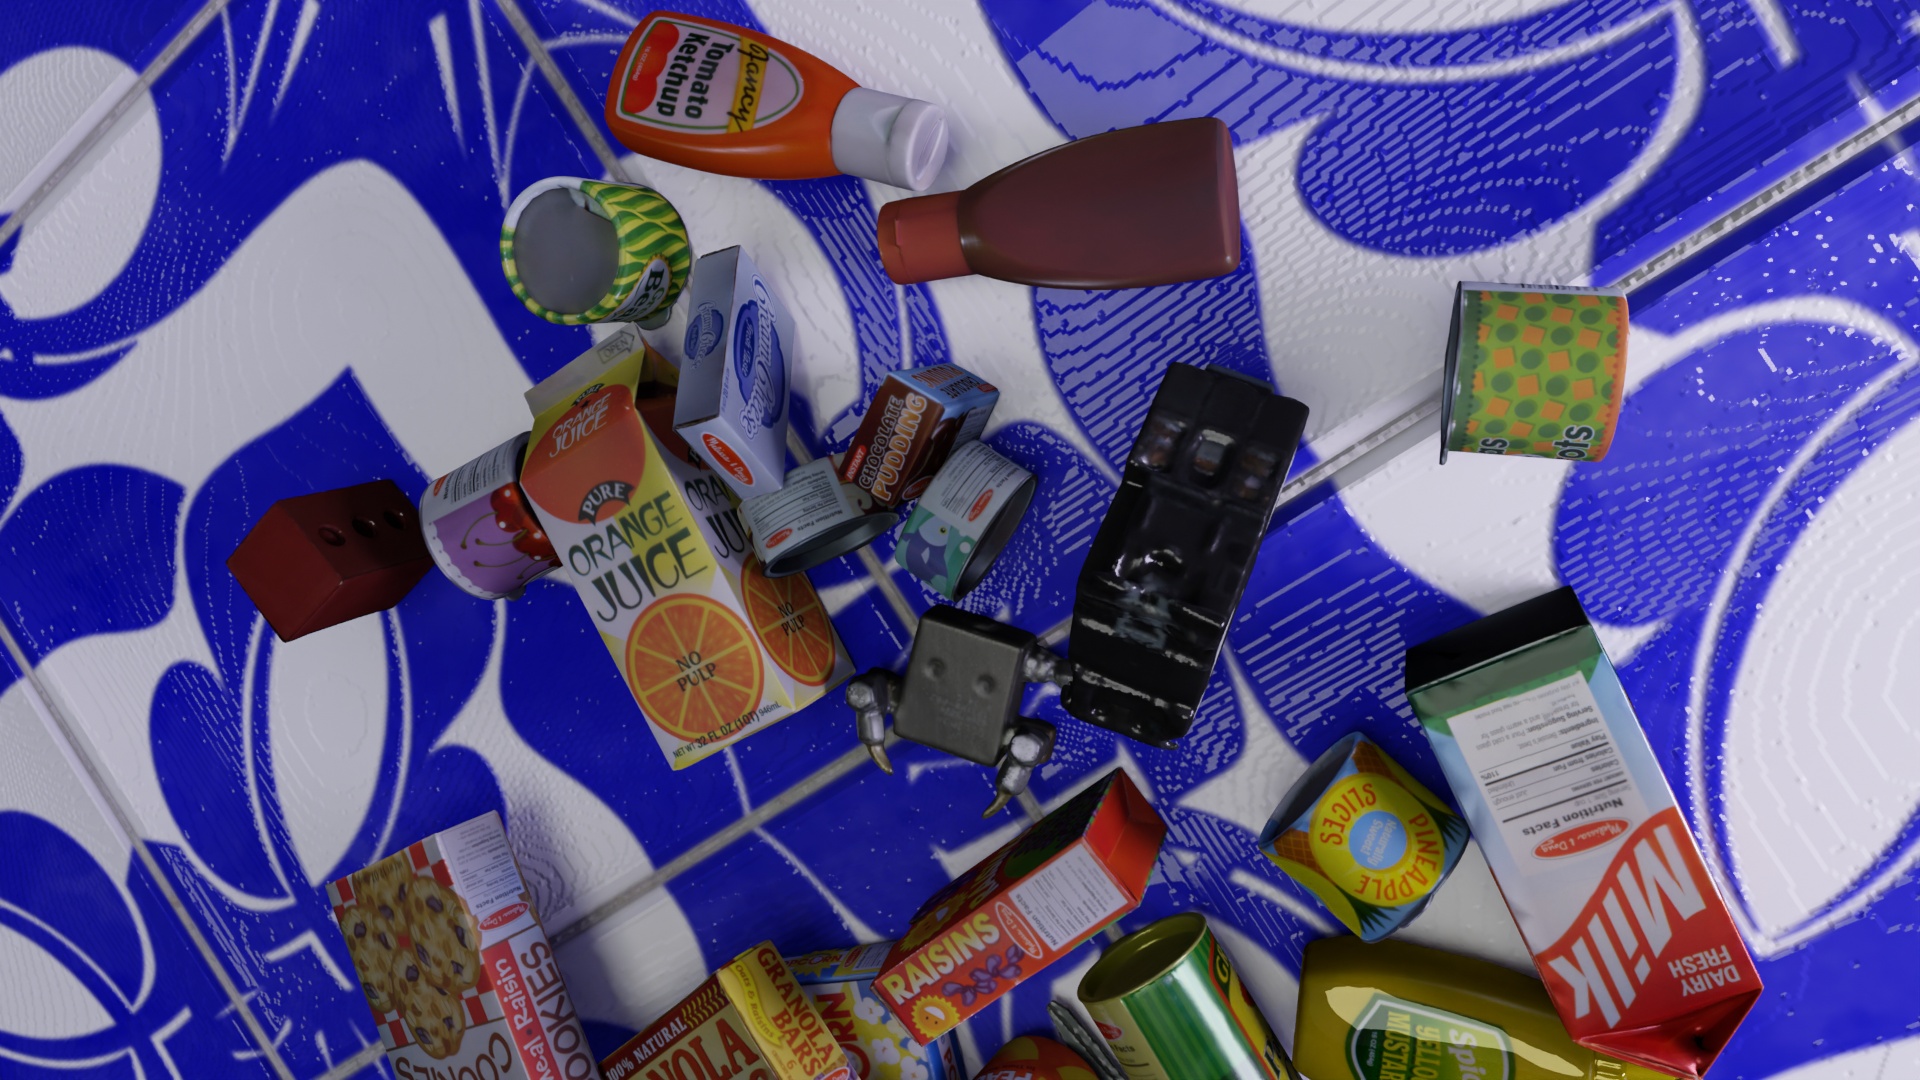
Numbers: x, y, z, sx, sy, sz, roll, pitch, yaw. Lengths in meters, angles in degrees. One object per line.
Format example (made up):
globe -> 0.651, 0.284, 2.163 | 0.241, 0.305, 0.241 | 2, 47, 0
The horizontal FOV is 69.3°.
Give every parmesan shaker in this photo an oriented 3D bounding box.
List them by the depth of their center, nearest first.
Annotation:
parmesan shaker -> 0.106, 0.227, 0.614 | 0.071, 0.071, 0.103 | -32, 90, 20

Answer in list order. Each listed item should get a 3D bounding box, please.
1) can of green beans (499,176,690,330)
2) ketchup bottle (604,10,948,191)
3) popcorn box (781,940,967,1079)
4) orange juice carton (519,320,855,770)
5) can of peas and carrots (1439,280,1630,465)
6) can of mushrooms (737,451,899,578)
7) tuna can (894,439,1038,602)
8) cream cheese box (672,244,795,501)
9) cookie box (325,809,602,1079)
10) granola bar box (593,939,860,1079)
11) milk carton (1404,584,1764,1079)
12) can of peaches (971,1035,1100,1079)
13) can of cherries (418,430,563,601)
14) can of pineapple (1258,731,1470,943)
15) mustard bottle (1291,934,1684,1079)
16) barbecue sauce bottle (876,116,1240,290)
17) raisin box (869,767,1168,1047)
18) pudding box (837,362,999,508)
can of green beans -> -0.167, -0.132, 0.638 | 0.071, 0.058, 0.071 | 3, 101, 17
ketchup bottle -> -0.078, -0.184, 0.599 | 0.149, 0.043, 0.065 | 19, 83, 20
popcorn box -> -0.043, 0.264, 0.681 | 0.085, 0.038, 0.126 | -12, 96, 18
orange juice carton -> -0.133, 0.000, 0.644 | 0.071, 0.073, 0.192 | -28, 90, 20
can of peas and carrots -> 0.215, -0.062, 0.526 | 0.059, 0.071, 0.070 | 5, 102, 16
can of mushrooms -> -0.063, -0.011, 0.624 | 0.071, 0.071, 0.033 | -29, 80, 20
tuna can -> 0.002, -0.008, 0.605 | 0.033, 0.071, 0.071 | 33, 108, 10
cream cheese box -> -0.096, -0.073, 0.600 | 0.024, 0.053, 0.104 | -15, 51, 17
cookie box -> -0.255, 0.237, 0.717 | 0.122, 0.040, 0.167 | -27, 84, 36
granola bar box -> -0.113, 0.284, 0.673 | 0.164, 0.039, 0.124 | -44, 76, 36
milk carton -> 0.249, 0.123, 0.546 | 0.073, 0.072, 0.190 | -26, 90, 20
can of peaches -> 0.028, 0.271, 0.642 | 0.071, 0.058, 0.071 | 11, 110, 31
can of cherries -> -0.214, -0.011, 0.673 | 0.058, 0.072, 0.071 | -25, 92, 19
can of pineapple -> 0.166, 0.122, 0.573 | 0.058, 0.071, 0.070 | 41, 109, 7
mustard bottle -> 0.222, 0.209, 0.582 | 0.160, 0.049, 0.065 | 5, 104, 17
barbecue sauce bottle -> 0.040, -0.134, 0.581 | 0.148, 0.044, 0.065 | -4, 89, 19
raisin box -> 0.027, 0.161, 0.615 | 0.123, 0.086, 0.040 | -39, 89, 20
pudding box -> -0.016, -0.047, 0.592 | 0.030, 0.084, 0.049 | 32, 108, 10
